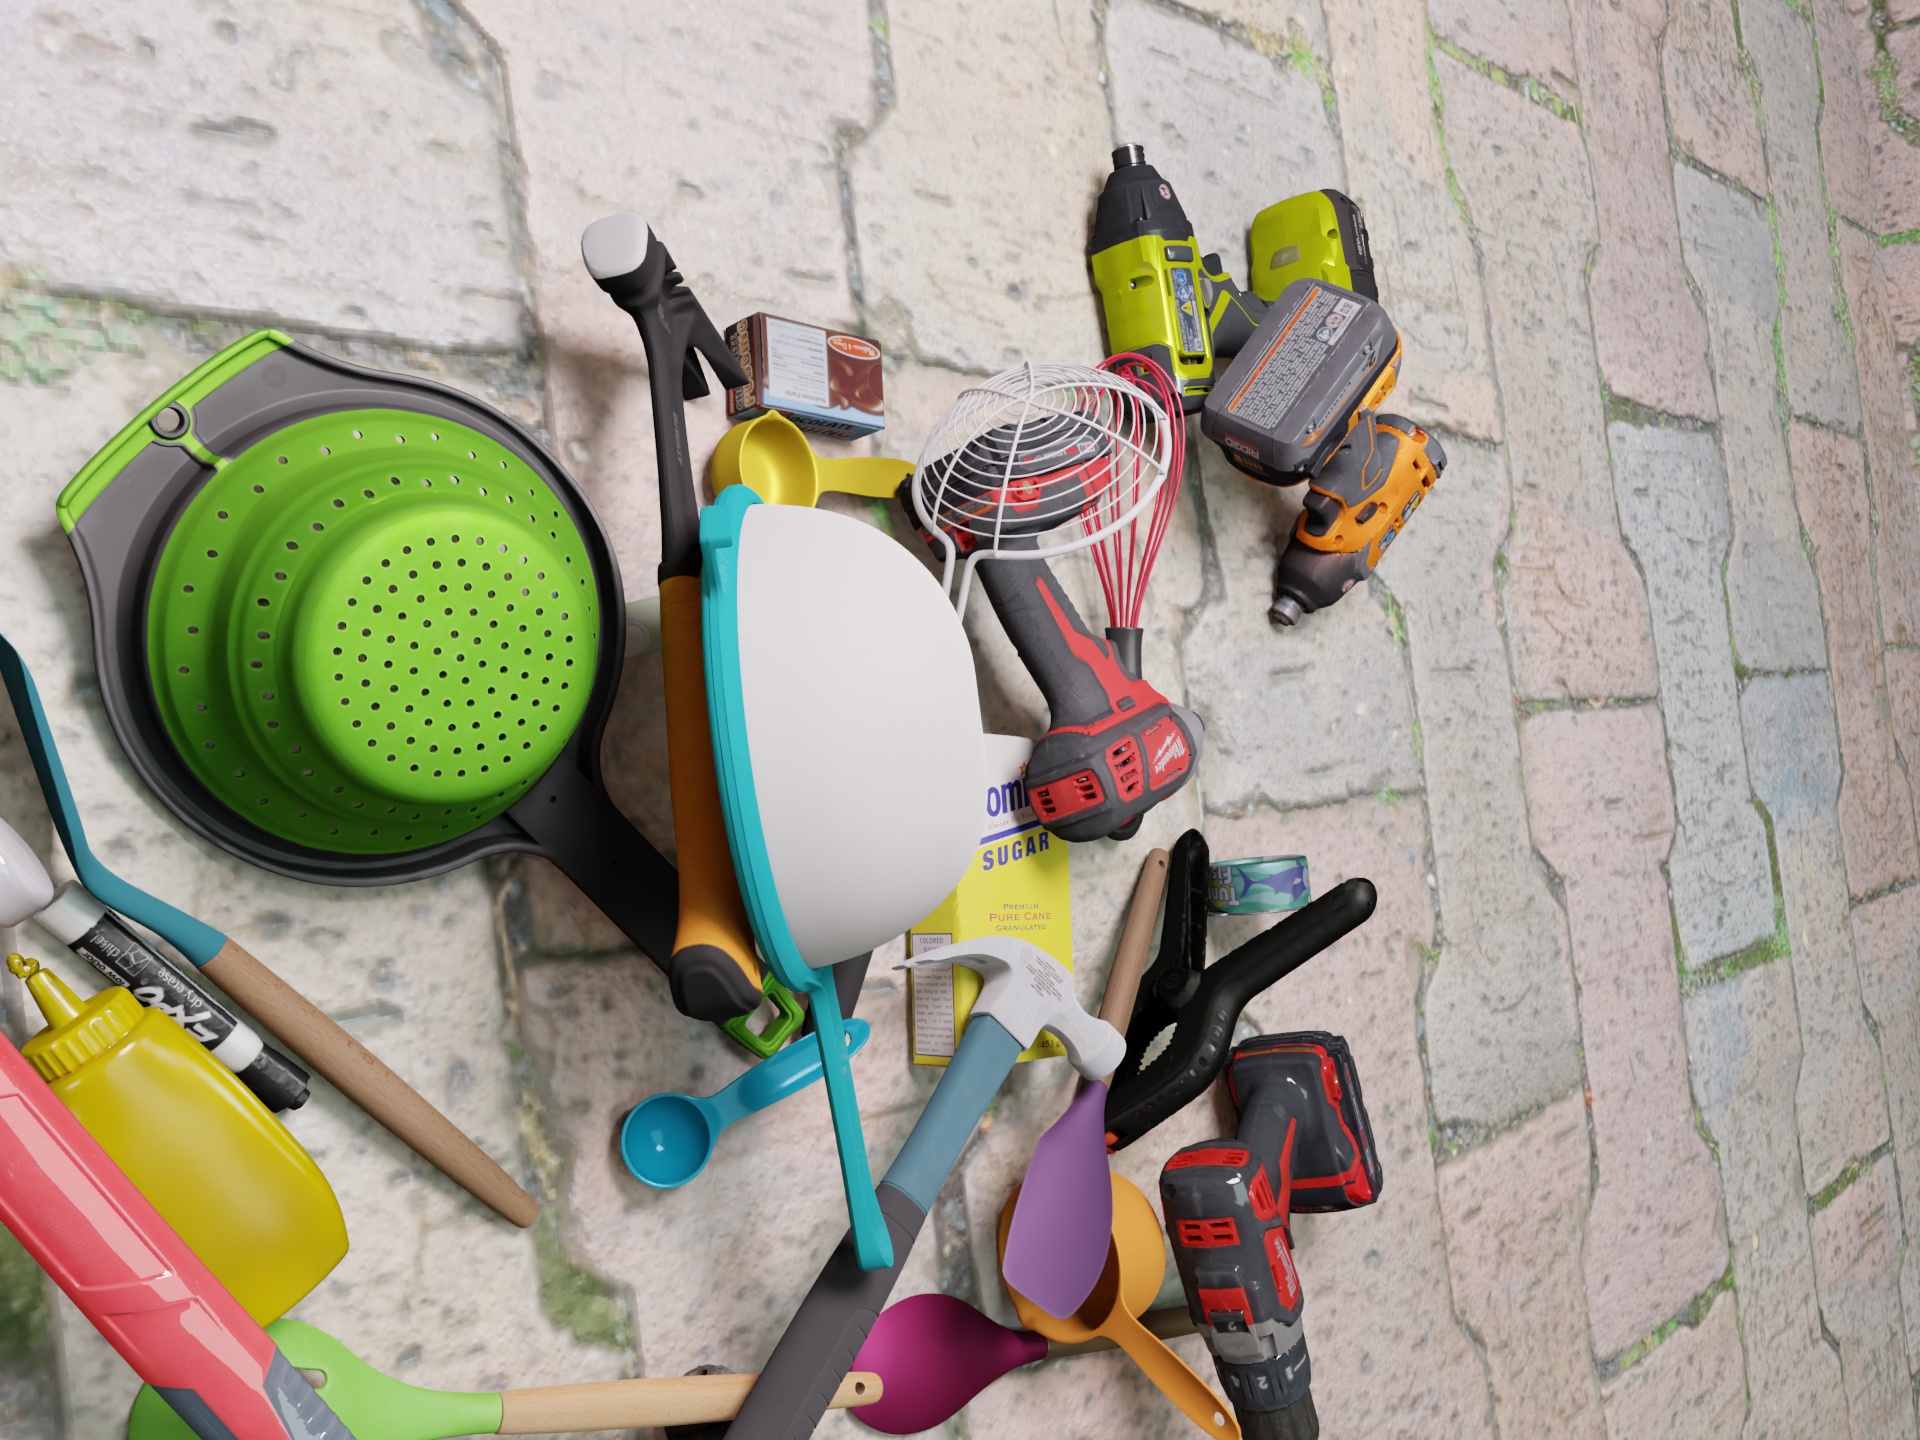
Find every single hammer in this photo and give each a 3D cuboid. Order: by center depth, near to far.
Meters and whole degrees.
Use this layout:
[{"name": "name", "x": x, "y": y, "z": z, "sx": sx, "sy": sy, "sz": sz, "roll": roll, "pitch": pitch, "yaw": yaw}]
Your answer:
[{"name": "hammer", "x": -0.263, "y": 0.225, "z": 0.530, "sx": 0.143, "sy": 0.038, "sz": 0.386, "roll": -37, "pitch": 105, "yaw": -16}, {"name": "hammer", "x": -0.112, "y": -0.041, "z": 0.668, "sx": 0.127, "sy": 0.034, "sz": 0.337, "roll": 57, "pitch": 23, "yaw": -66}, {"name": "hammer", "x": -0.032, "y": 0.234, "z": 0.733, "sx": 0.128, "sy": 0.033, "sz": 0.331, "roll": 47, "pitch": 51, "yaw": -16}]

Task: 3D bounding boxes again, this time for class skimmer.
[{"name": "skimmer", "x": -0.001, "y": -0.003, "z": 0.787, "sx": 0.090, "sy": 0.127, "sz": 0.363, "roll": 3, "pitch": 107, "yaw": -57}]

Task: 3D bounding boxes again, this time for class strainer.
[{"name": "strainer", "x": -0.028, "y": 0.065, "z": 0.668, "sx": 0.211, "sy": 0.095, "sz": 0.340, "roll": -76, "pitch": 157, "yaw": -83}]

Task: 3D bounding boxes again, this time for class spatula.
[{"name": "spatula", "x": -0.256, "y": 0.096, "z": 0.603, "sx": 0.044, "sy": 0.082, "sz": 0.317, "roll": -49, "pitch": 123, "yaw": -21}, {"name": "spatula", "x": 0.082, "y": 0.184, "z": 0.880, "sx": 0.059, "sy": 0.018, "sz": 0.316, "roll": 39, "pitch": 41, "yaw": -14}]

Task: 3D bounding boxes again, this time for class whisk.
[{"name": "whisk", "x": -0.127, "y": -0.049, "z": 0.751, "sx": 0.246, "sy": 0.059, "sz": 0.057, "roll": -19, "pitch": 126, "yaw": -40}, {"name": "whisk", "x": 0.099, "y": -0.075, "z": 0.963, "sx": 0.073, "sy": 0.073, "sz": 0.296, "roll": 1, "pitch": 89, "yaw": -44}]

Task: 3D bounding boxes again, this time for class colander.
[{"name": "colander", "x": -0.166, "y": 0.026, "z": 0.646, "sx": 0.204, "sy": 0.094, "sz": 0.396, "roll": -50, "pitch": 124, "yaw": -20}]

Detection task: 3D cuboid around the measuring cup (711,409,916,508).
[{"name": "measuring cup", "x": -0.072, "y": -0.126, "z": 0.834, "sx": 0.156, "sy": 0.029, "sz": 0.062, "roll": -10, "pitch": 93, "yaw": -56}]

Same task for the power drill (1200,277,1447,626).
[{"name": "power drill", "x": 0.237, "y": -0.164, "z": 1.045, "sx": 0.164, "sy": 0.084, "sz": 0.226, "roll": -54, "pitch": 147, "yaw": -3}]

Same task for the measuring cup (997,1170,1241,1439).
[{"name": "measuring cup", "x": 0.095, "y": 0.308, "z": 0.839, "sx": 0.052, "sy": 0.174, "sz": 0.095, "roll": 3, "pitch": 117, "yaw": -47}]

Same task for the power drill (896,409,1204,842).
[{"name": "power drill", "x": 0.064, "y": -0.053, "z": 0.879, "sx": 0.143, "sy": 0.078, "sz": 0.219, "roll": -23, "pitch": 90, "yaw": -50}]

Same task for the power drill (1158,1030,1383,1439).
[{"name": "power drill", "x": 0.187, "y": 0.301, "z": 0.933, "sx": 0.227, "sy": 0.080, "sz": 0.188, "roll": -32, "pitch": 108, "yaw": -63}]

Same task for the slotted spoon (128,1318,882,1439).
[{"name": "slotted spoon", "x": -0.164, "y": 0.279, "z": 0.649, "sx": 0.313, "sy": 0.031, "sz": 0.070, "roll": 13, "pitch": 62, "yaw": -34}]

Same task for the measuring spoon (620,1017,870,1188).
[{"name": "measuring spoon", "x": -0.099, "y": 0.173, "z": 0.741, "sx": 0.128, "sy": 0.021, "sz": 0.042, "roll": -26, "pitch": 87, "yaw": -23}]

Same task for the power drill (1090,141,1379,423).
[{"name": "power drill", "x": 0.181, "y": -0.291, "z": 1.058, "sx": 0.223, "sy": 0.080, "sz": 0.171, "roll": -13, "pitch": 95, "yaw": -41}]

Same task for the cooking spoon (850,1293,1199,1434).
[{"name": "cooking spoon", "x": 0.062, "y": 0.350, "z": 0.899, "sx": 0.318, "sy": 0.017, "sz": 0.069, "roll": 11, "pitch": 76, "yaw": -42}]

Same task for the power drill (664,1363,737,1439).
[{"name": "power drill", "x": -0.132, "y": 0.405, "z": 0.664, "sx": 0.226, "sy": 0.084, "sz": 0.185, "roll": -27, "pitch": 96, "yaw": -47}]
